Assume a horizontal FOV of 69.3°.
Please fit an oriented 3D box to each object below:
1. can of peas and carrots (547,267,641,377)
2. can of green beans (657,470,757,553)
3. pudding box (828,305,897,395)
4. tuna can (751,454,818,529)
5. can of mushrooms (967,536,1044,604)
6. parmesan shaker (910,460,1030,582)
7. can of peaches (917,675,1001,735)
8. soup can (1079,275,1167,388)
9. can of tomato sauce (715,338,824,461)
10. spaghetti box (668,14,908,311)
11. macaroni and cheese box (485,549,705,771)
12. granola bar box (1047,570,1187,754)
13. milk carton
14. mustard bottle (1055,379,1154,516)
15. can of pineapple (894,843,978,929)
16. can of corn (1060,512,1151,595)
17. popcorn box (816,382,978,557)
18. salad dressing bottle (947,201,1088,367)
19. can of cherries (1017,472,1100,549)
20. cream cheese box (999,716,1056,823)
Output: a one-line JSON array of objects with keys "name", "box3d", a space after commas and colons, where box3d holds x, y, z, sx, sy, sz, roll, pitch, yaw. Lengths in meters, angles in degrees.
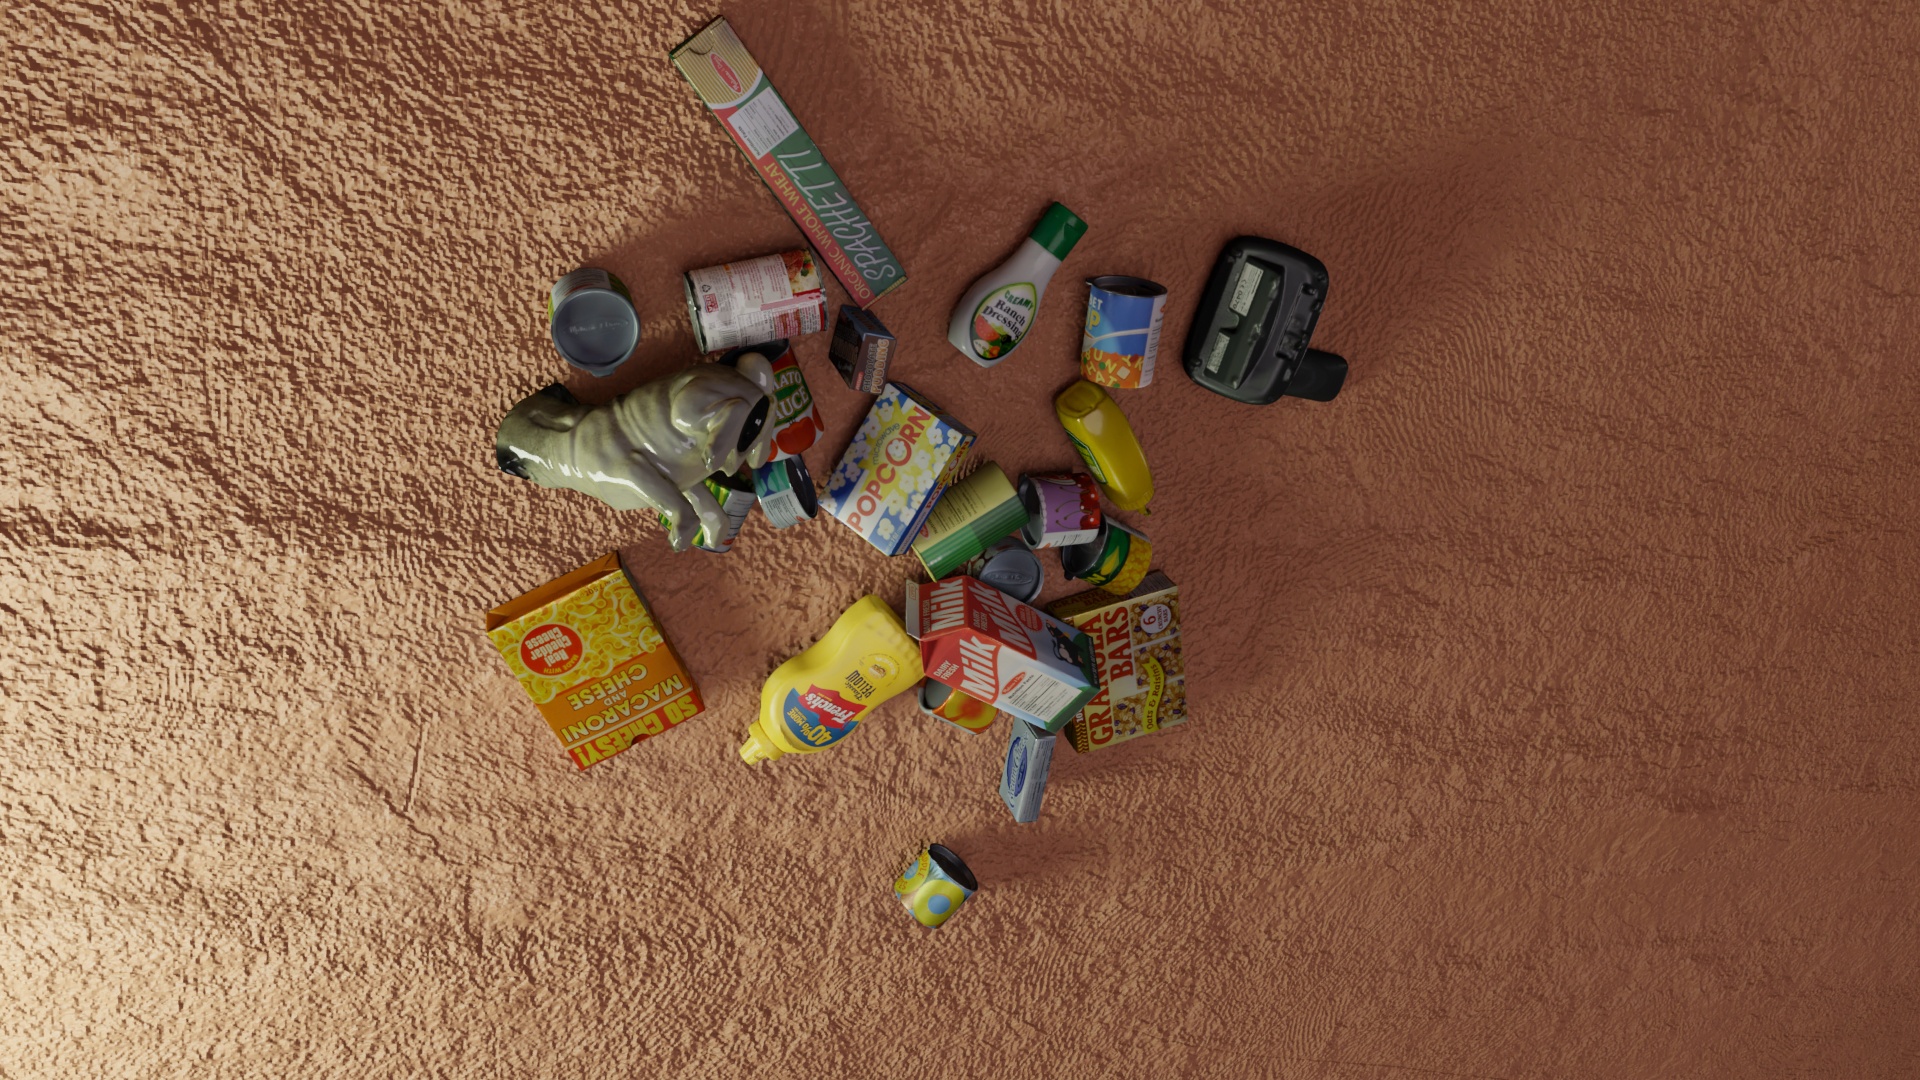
[{"name": "can of peas and carrots", "box3d": [-0.282, -0.169, 1.070, 0.071, 0.059, 0.070, -8, 118, -16]}, {"name": "can of green beans", "box3d": [-0.210, -0.031, 1.160, 0.071, 0.071, 0.057, 22, 106, -27]}, {"name": "pudding box", "box3d": [-0.080, -0.156, 1.134, 0.030, 0.084, 0.049, 8, 112, -23]}, {"name": "tuna can", "box3d": [-0.149, -0.047, 1.172, 0.033, 0.071, 0.070, -19, 122, 10]}, {"name": "can of mushrooms", "box3d": [0.041, 0.033, 1.302, 0.071, 0.033, 0.070, -9, 118, -17]}, {"name": "parmesan shaker", "box3d": [0.004, -0.016, 1.242, 0.103, 0.071, 0.071, -32, 121, -3]}, {"name": "can of peaches", "box3d": [0.002, 0.142, 1.323, 0.058, 0.071, 0.071, 28, 103, -28]}, {"name": "soup can", "box3d": [0.139, -0.183, 1.213, 0.071, 0.071, 0.083, -2, 116, -19]}, {"name": "can of tomato sauce", "box3d": [-0.155, -0.115, 1.136, 0.071, 0.071, 0.082, -25, 121, -7]}, {"name": "spaghetti box", "box3d": [-0.130, -0.288, 1.083, 0.050, 0.029, 0.249, -38, 121, 1]}, {"name": "macaroni and cheese box", "box3d": [-0.314, 0.107, 1.206, 0.124, 0.040, 0.165, -26, 121, -5]}, {"name": "granola bar box", "box3d": [0.158, 0.122, 1.384, 0.124, 0.039, 0.164, -16, 120, -12]}, {"name": "milk carton", "box3d": [0.030, 0.097, 1.273, 0.190, 0.073, 0.073, 26, 124, -23]}, {"name": "mustard bottle", "box3d": [0.141, -0.073, 1.269, 0.049, 0.065, 0.159, -37, 125, -4]}, {"name": "can of pineapple", "box3d": [-0.026, 0.351, 1.416, 0.071, 0.071, 0.058, 37, 99, -30]}, {"name": "can of corn", "box3d": [0.136, 0.014, 1.307, 0.058, 0.071, 0.071, 24, 105, -28]}, {"name": "popcorn box", "box3d": [-0.055, -0.061, 1.191, 0.126, 0.085, 0.038, -58, 162, 13]}, {"name": "salad dressing bottle", "box3d": [0.050, -0.217, 1.175, 0.064, 0.044, 0.147, 31, 101, -31]}, {"name": "can of cherries", "box3d": [0.089, -0.030, 1.270, 0.058, 0.072, 0.071, -6, 117, -17]}, {"name": "cream cheese box", "box3d": [0.067, 0.227, 1.395, 0.024, 0.053, 0.103, 1, 115, -22]}]
